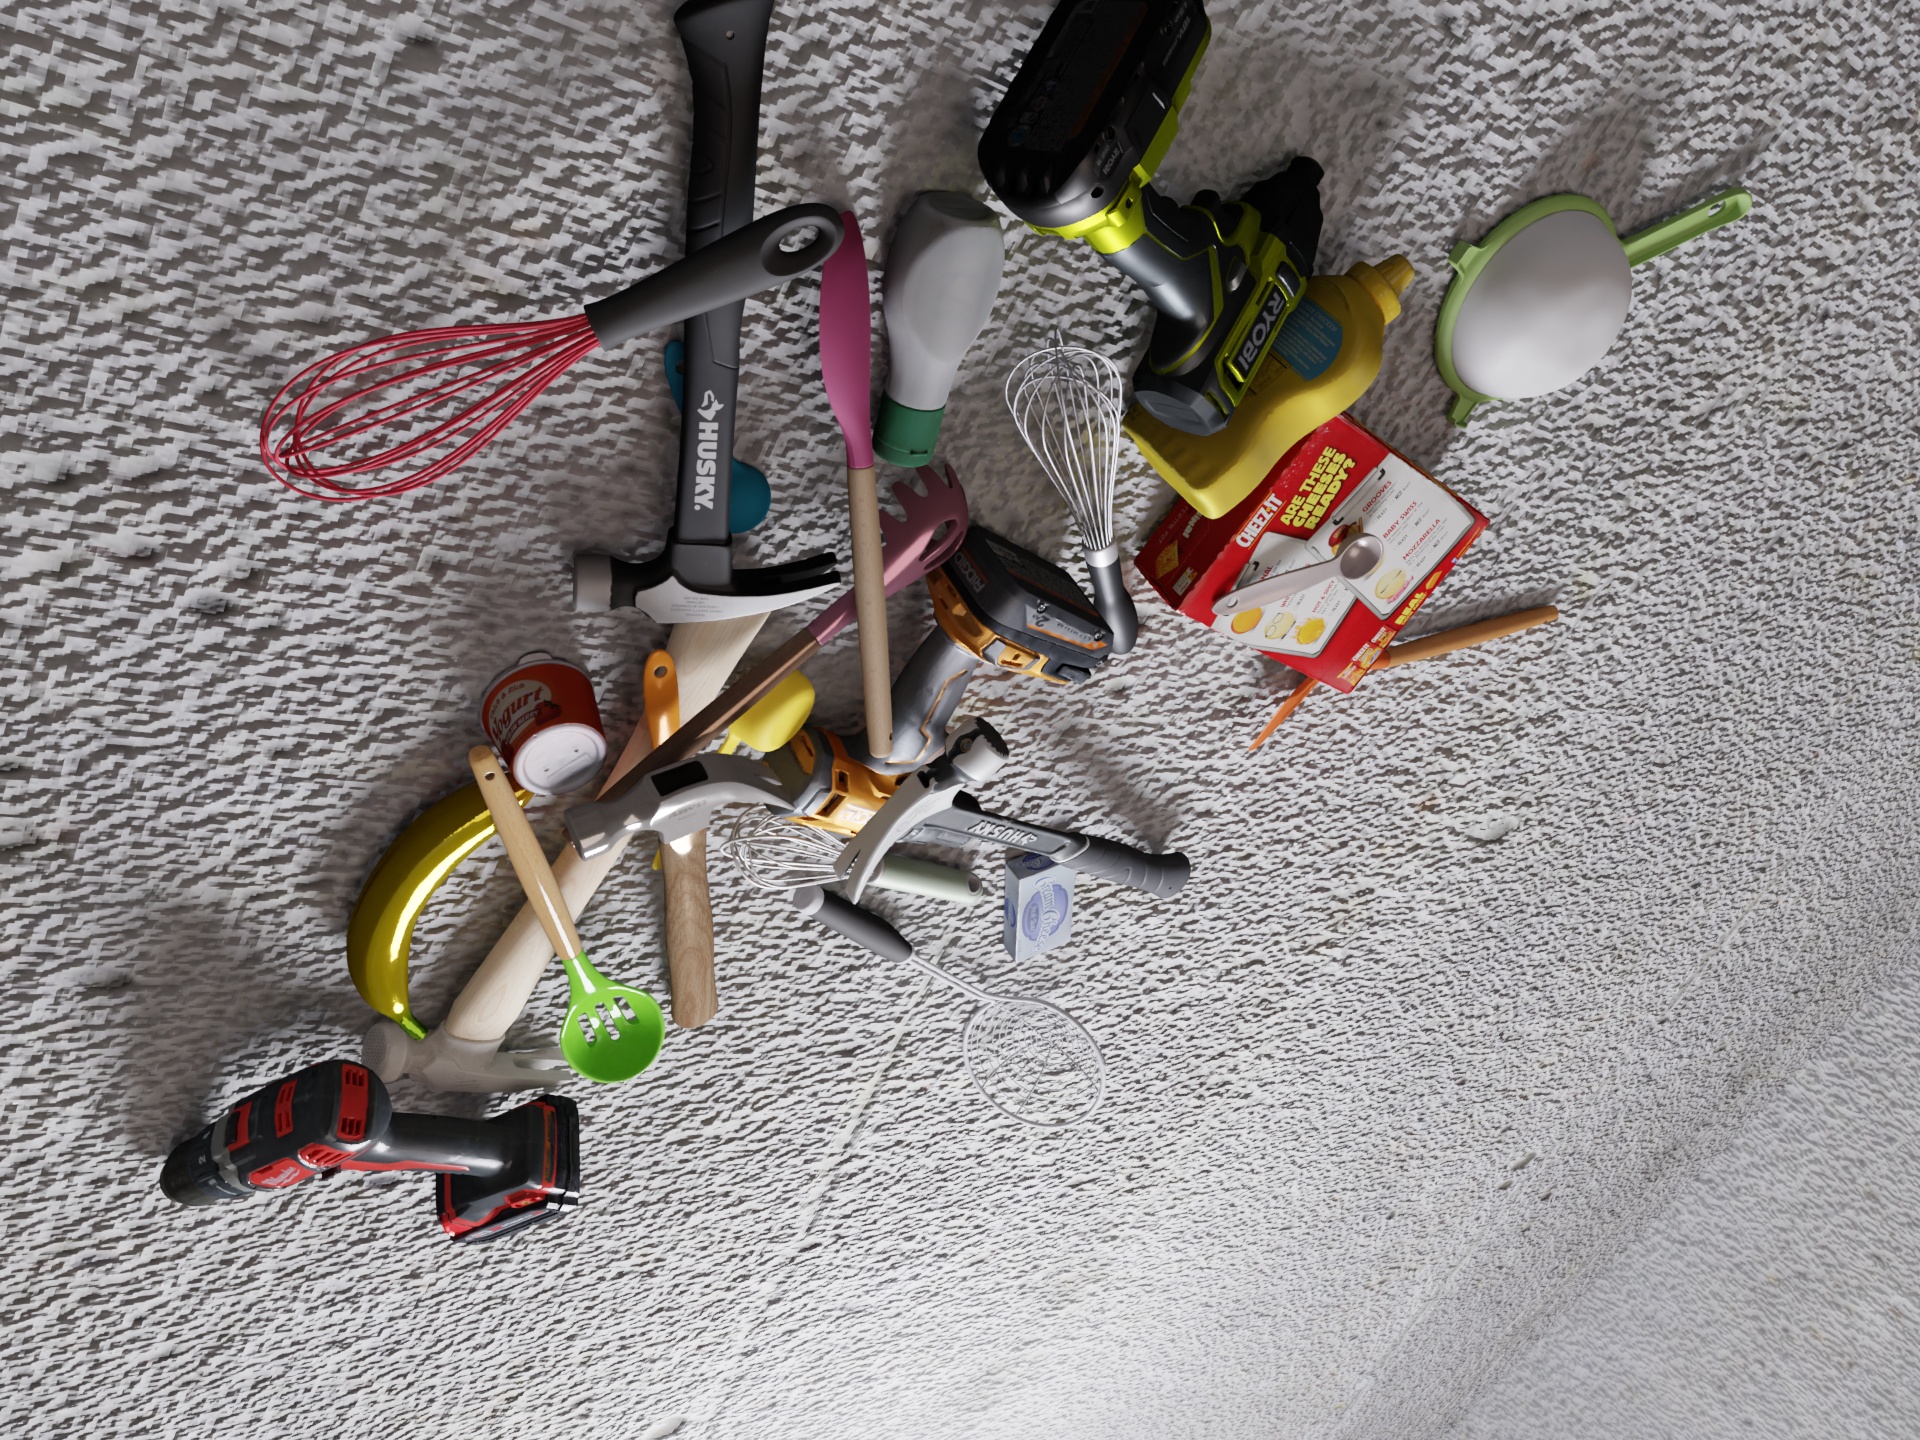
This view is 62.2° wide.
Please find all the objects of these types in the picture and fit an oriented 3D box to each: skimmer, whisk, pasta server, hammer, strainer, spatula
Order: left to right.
[{"bbox_3d":[-0.191,-0.178,0.752,0.296,0.073,0.073,-24,138,-2],"label":"whisk"},{"bbox_3d":[-0.228,0.085,1.012,0.146,0.038,0.410,16,118,-43],"label":"hammer"},{"bbox_3d":[-0.173,0.121,1.021,0.130,0.031,0.331,-22,153,-20],"label":"hammer"},{"bbox_3d":[-0.120,-0.197,0.809,0.146,0.035,0.334,1,125,-13],"label":"hammer"},{"bbox_3d":[-0.112,-0.036,0.941,0.316,0.040,0.060,-41,145,-6],"label":"pasta server"},{"bbox_3d":[-0.070,0.104,1.133,0.059,0.058,0.246,-20,154,38],"label":"whisk"},{"bbox_3d":[-0.011,0.229,1.246,0.127,0.090,0.362,-18,144,29],"label":"skimmer"},{"bbox_3d":[0.066,0.093,1.148,0.149,0.036,0.408,-42,150,17],"label":"hammer"},{"bbox_3d":[0.084,-0.133,1.009,0.070,0.070,0.284,-30,143,-7],"label":"whisk"},{"bbox_3d":[0.363,-0.047,1.276,0.322,0.041,0.081,-15,154,-24],"label":"spatula"},{"bbox_3d":[0.448,-0.295,1.083,0.256,0.069,0.151,-27,138,-8],"label":"strainer"}]

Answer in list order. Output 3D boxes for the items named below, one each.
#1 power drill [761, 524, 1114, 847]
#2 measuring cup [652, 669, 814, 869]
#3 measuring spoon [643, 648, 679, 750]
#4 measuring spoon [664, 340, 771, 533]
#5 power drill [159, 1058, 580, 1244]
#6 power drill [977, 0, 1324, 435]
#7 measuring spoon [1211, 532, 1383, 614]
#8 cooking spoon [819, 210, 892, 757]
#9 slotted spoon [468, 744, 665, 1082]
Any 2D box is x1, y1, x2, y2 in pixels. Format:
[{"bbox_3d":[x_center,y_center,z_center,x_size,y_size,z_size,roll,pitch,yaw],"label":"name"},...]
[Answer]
[{"bbox_3d":[-0.002,-0.003,1.051,0.185,0.084,0.226,21,118,-46],"label":"power drill"},{"bbox_3d":[-0.141,0.034,0.993,0.156,0.029,0.062,-57,164,5],"label":"measuring cup"},{"bbox_3d":[-0.173,0.005,0.939,0.021,0.011,0.116,-18,137,-23],"label":"measuring spoon"},{"bbox_3d":[-0.134,-0.150,0.868,0.042,0.021,0.128,-27,138,-9],"label":"measuring spoon"},{"bbox_3d":[-0.385,0.289,1.045,0.188,0.080,0.226,-26,146,28],"label":"power drill"},{"bbox_3d":[0.119,-0.282,0.861,0.223,0.080,0.171,34,83,-50],"label":"power drill"},{"bbox_3d":[0.221,-0.097,1.054,0.124,0.018,0.034,-20,133,-6],"label":"measuring spoon"},{"bbox_3d":[-0.053,-0.119,0.885,0.017,0.069,0.318,6,120,15],"label":"cooking spoon"},{"bbox_3d":[-0.248,0.126,0.989,0.070,0.031,0.313,-25,137,-16],"label":"slotted spoon"}]
